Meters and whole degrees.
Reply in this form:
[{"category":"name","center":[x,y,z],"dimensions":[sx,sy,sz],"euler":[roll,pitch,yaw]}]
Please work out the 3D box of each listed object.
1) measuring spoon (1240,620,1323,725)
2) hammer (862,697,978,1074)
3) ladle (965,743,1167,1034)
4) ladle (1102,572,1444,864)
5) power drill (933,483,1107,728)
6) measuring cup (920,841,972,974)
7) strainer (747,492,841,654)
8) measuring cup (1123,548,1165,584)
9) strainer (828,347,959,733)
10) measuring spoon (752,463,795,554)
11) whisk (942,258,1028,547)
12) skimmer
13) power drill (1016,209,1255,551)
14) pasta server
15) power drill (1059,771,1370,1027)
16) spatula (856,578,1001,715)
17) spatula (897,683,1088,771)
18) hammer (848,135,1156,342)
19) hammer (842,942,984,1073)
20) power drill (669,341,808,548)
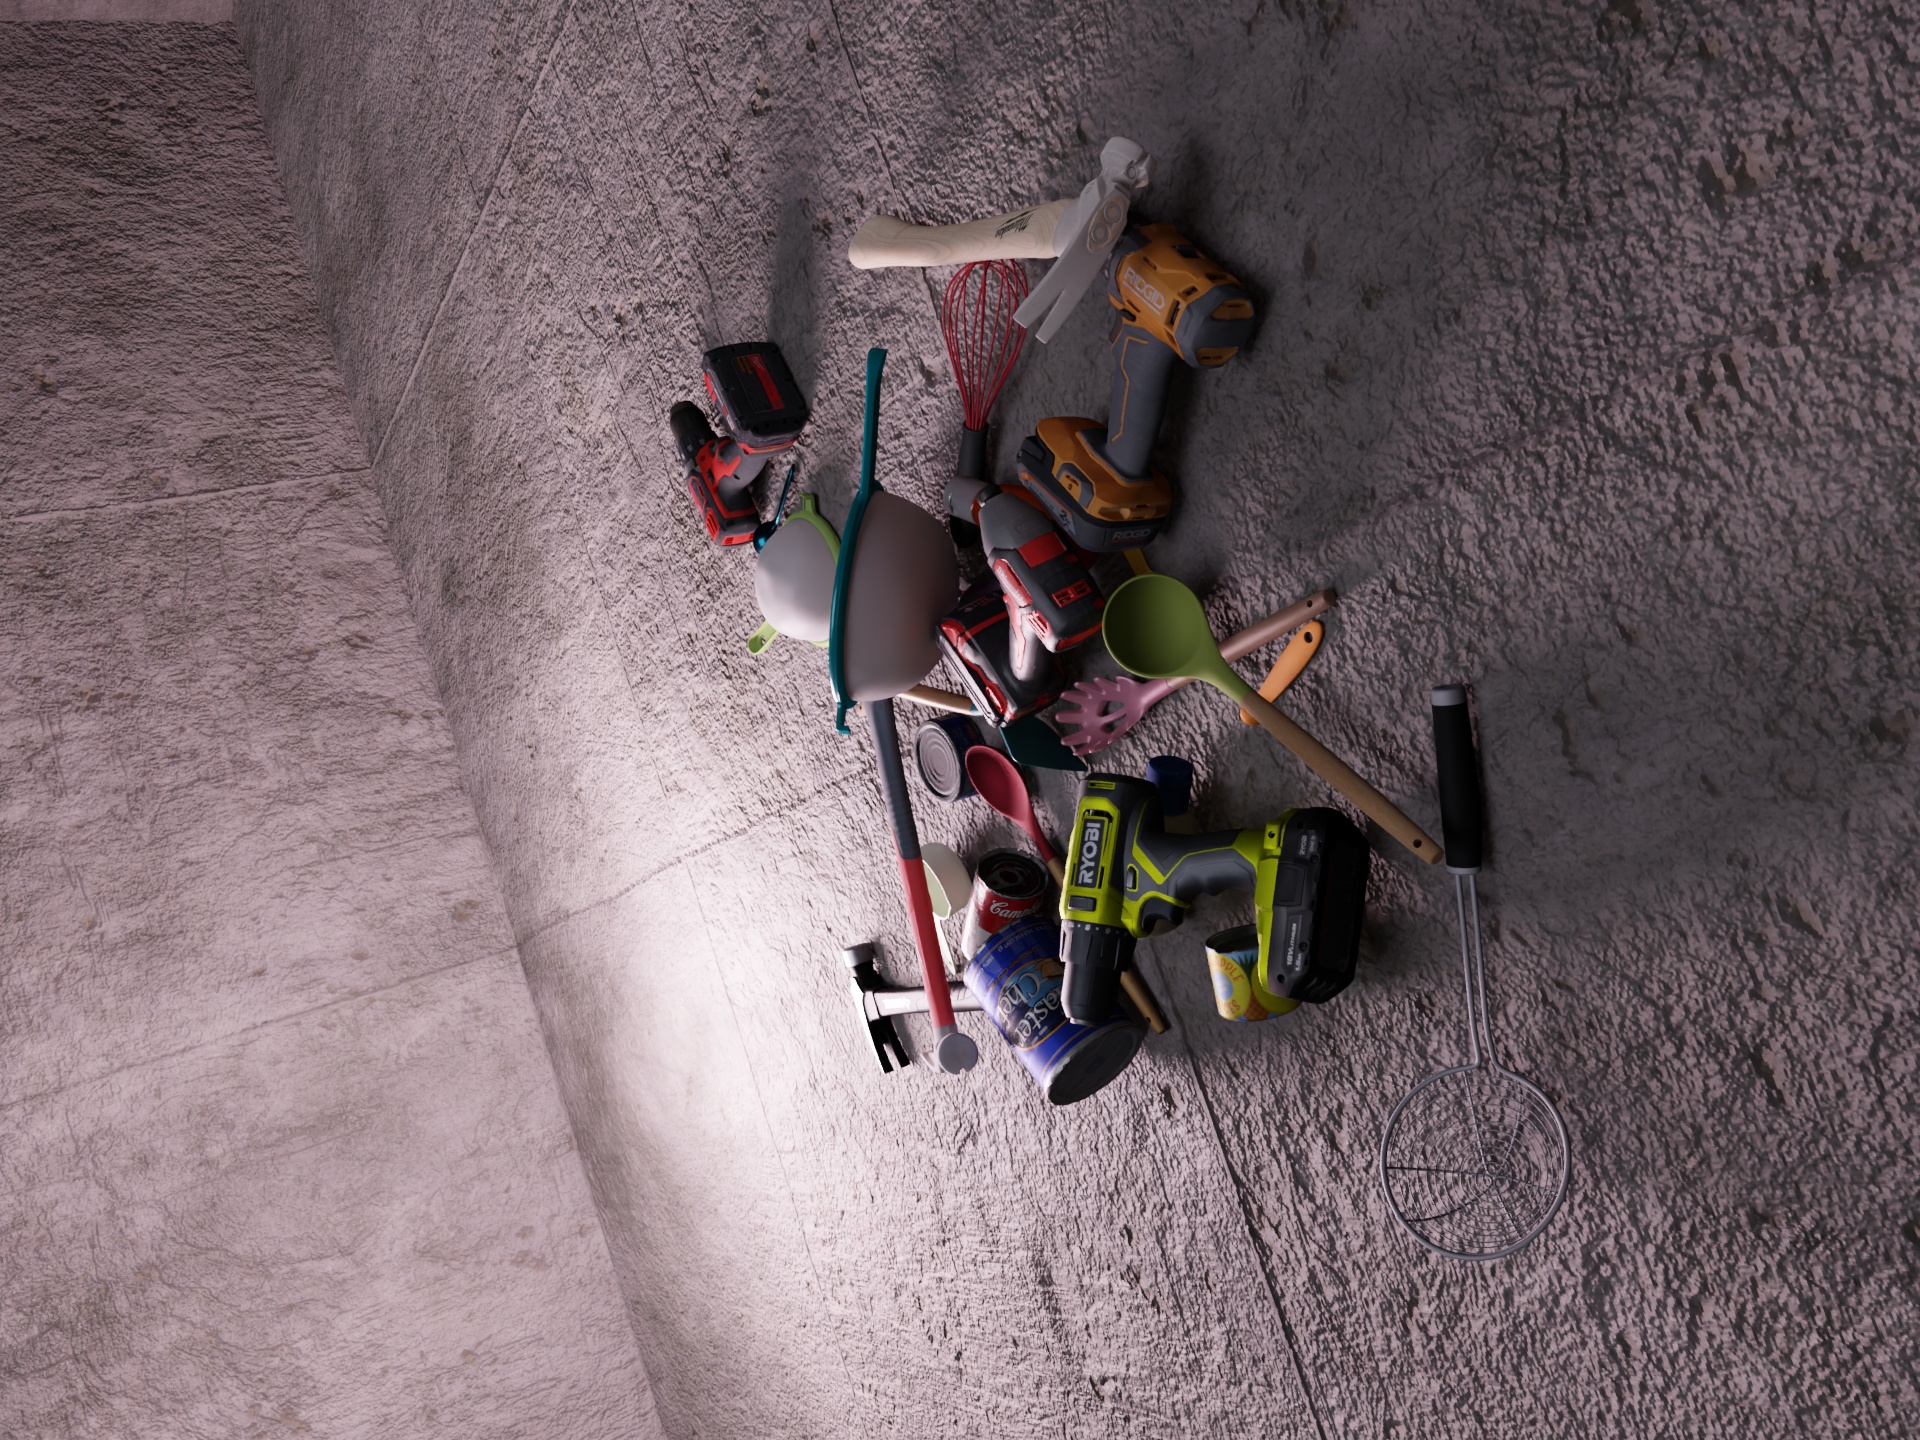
[{"category":"measuring spoon","center":[0.232,-0.033,1.160],"dimensions":[0.021,0.011,0.116],"euler":[58,145,24]},{"category":"hammer","center":[-0.049,0.145,1.539],"dimensions":[0.143,0.038,0.386],"euler":[137,122,-76]},{"category":"ladle","center":[0.097,0.147,1.437],"dimensions":[0.316,0.031,0.069],"euler":[57,147,23]},{"category":"ladle","center":[0.211,-0.002,1.106],"dimensions":[0.320,0.062,0.078],"euler":[46,112,41]},{"category":"power drill","center":[0.045,-0.093,1.302],"dimensions":[0.143,0.078,0.219],"euler":[57,161,14]},{"category":"measuring cup","center":[-0.011,0.194,1.627],"dimensions":[0.083,0.038,0.167],"euler":[36,148,45]},{"category":"strainer","center":[-0.205,-0.127,1.749],"dimensions":[0.256,0.069,0.151],"euler":[-40,69,54]},{"category":"measuring cup","center":[0.127,-0.131,1.266],"dimensions":[0.062,0.029,0.157],"euler":[-44,65,55]},{"category":"strainer","center":[-0.047,-0.162,1.412],"dimensions":[0.211,0.095,0.340],"euler":[-72,-10,-56]},{"category":"measuring spoon","center":[-0.206,-0.233,1.741],"dimensions":[0.042,0.021,0.128],"euler":[-89,18,-46]},{"category":"whisk","center":[0.015,-0.270,1.362],"dimensions":[0.073,0.073,0.295],"euler":[48,146,36]},{"category":"skimmer","center":[0.321,0.162,1.029],"dimensions":[0.127,0.090,0.363],"euler":[0,102,41]},{"category":"power drill","center":[0.115,-0.264,1.187],"dimensions":[0.186,0.084,0.226],"euler":[53,139,36]},{"category":"pasta server","center":[0.174,-0.039,1.226],"dimensions":[0.316,0.040,0.060],"euler":[-31,66,56]},{"category":"power drill","center":[0.172,0.140,1.167],"dimensions":[0.228,0.080,0.190],"euler":[2,78,40]},{"category":"spatula","center":[-0.034,-0.062,1.559],"dimensions":[0.316,0.018,0.060],"euler":[-36,62,56]},{"category":"spatula","center":[-0.002,-0.005,1.488],"dimensions":[0.318,0.082,0.044],"euler":[16,97,55]},{"category":"hammer","center":[0.000,-0.368,1.249],"dimensions":[0.146,0.038,0.411],"euler":[-59,30,-3]},{"category":"hammer","center":[-0.033,0.300,1.681],"dimensions":[0.335,0.035,0.146],"euler":[-23,84,61]},{"category":"power drill","center":[-0.257,-0.319,1.749],"dimensions":[0.188,0.080,0.226],"euler":[64,150,17]}]
